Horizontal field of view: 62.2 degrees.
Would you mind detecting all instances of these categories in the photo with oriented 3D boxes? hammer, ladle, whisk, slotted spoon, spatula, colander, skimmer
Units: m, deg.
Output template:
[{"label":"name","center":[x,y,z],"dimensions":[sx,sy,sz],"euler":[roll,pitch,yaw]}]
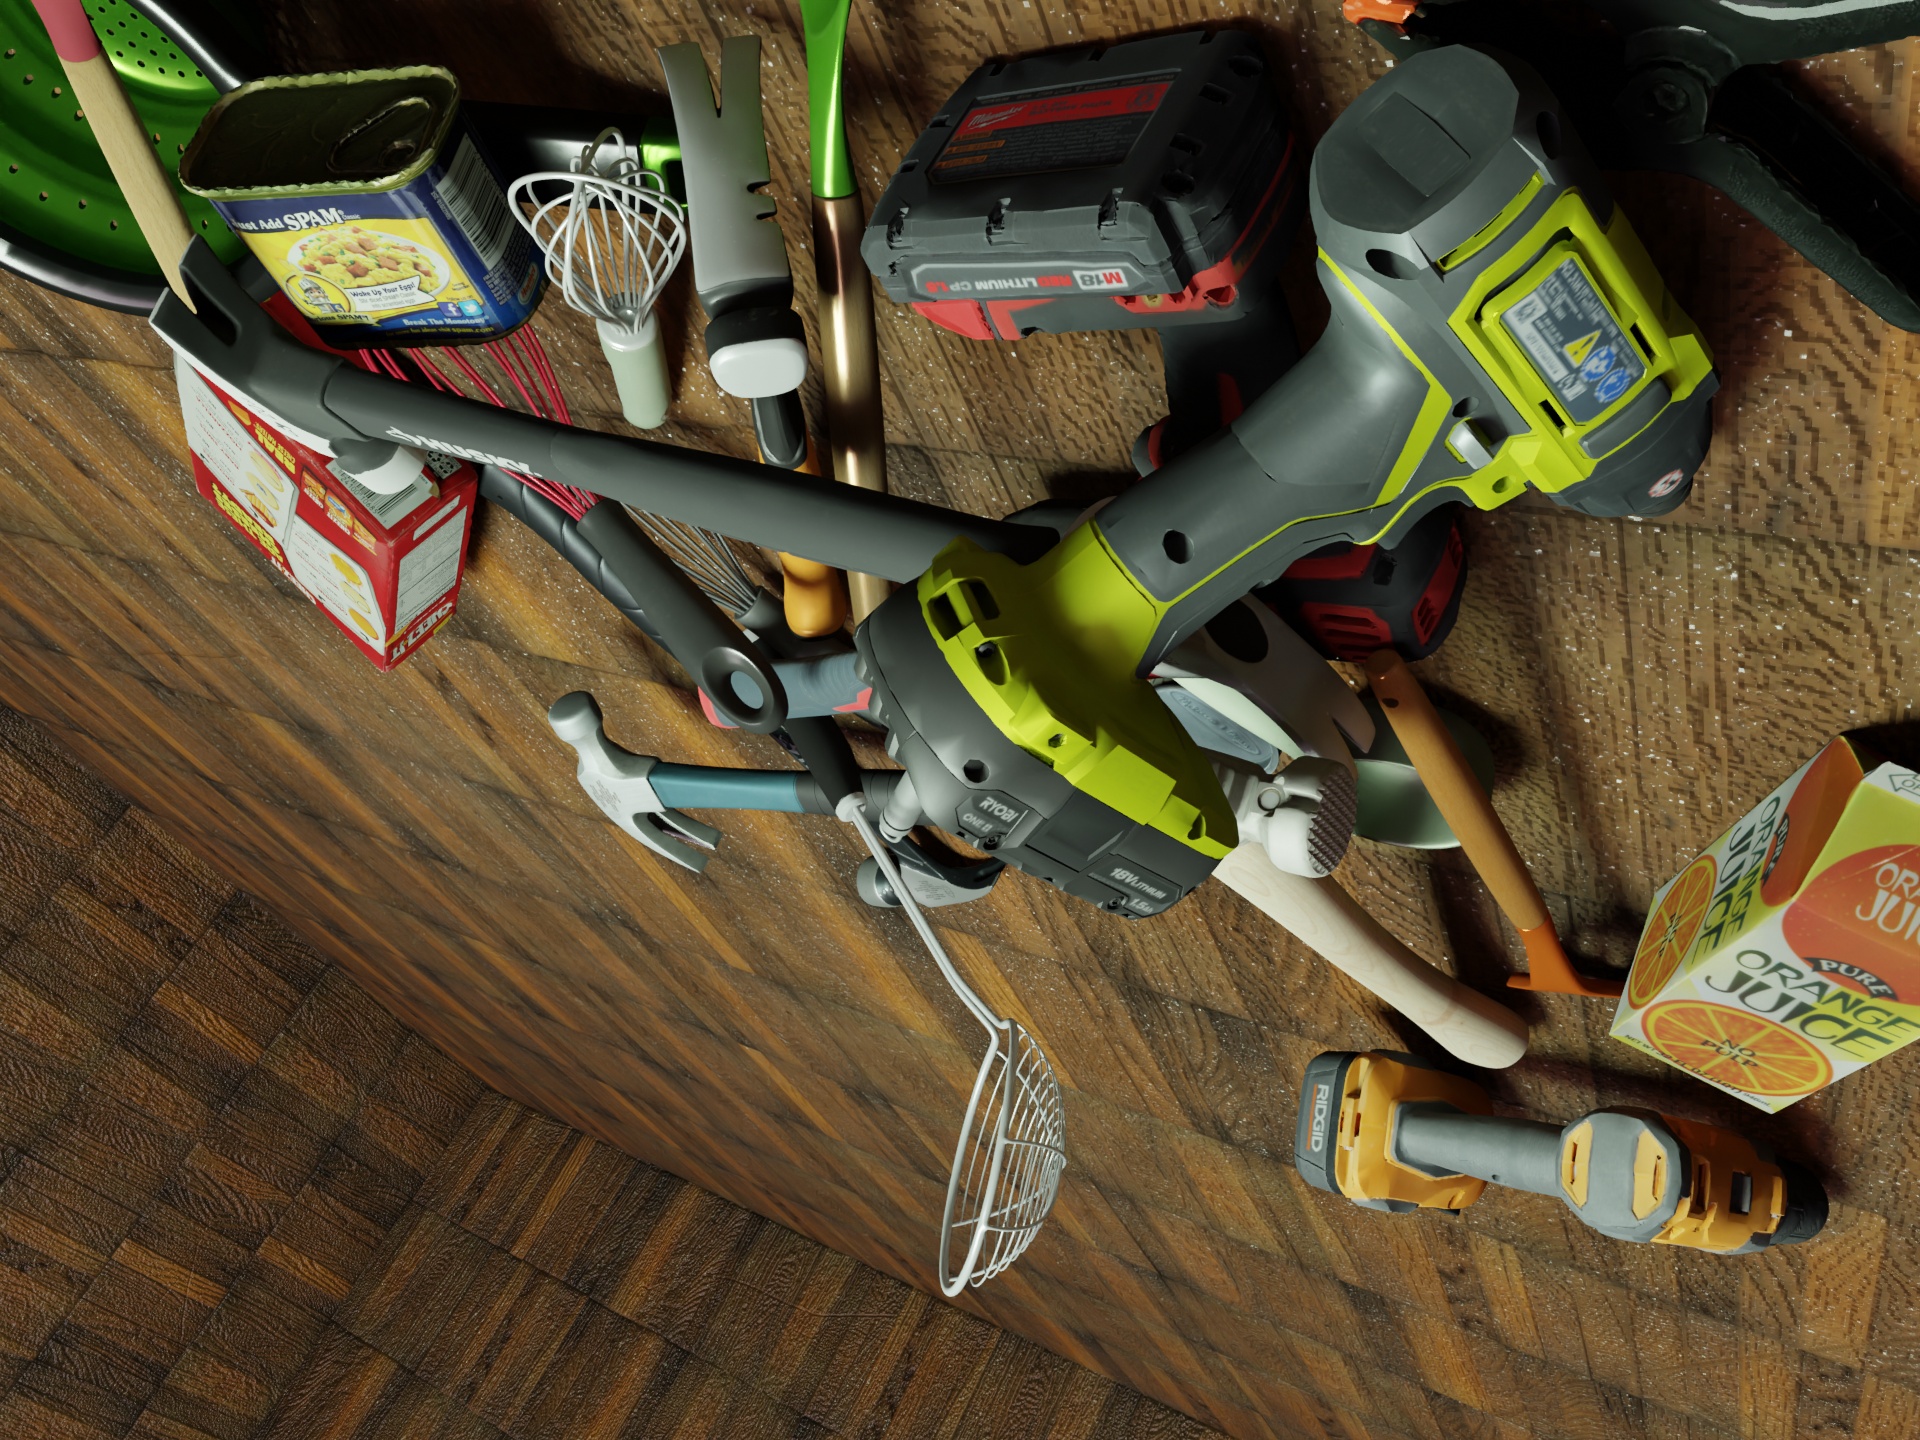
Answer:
[{"label":"hammer","center":[-0.127,-0.015,0.941],"dimensions":[0.149,0.036,0.408],"euler":[-6,136,50]},{"label":"ladle","center":[-0.308,-0.222,0.574],"dimensions":[0.069,0.031,0.315],"euler":[6,152,-2]},{"label":"whisk","center":[-0.132,-0.159,0.624],"dimensions":[0.059,0.058,0.246],"euler":[8,173,-6]},{"label":"hammer","center":[-0.078,0.041,0.913],"dimensions":[0.331,0.033,0.128],"euler":[2,134,26]},{"label":"slotted spoon","center":[-0.039,-0.147,0.515],"dimensions":[0.070,0.031,0.313],"euler":[-125,25,-46]},{"label":"whisk","center":[-0.178,-0.108,0.724],"dimensions":[0.296,0.073,0.073],"euler":[49,154,4]},{"label":"spatula","center":[0.224,0.059,0.642],"dimensions":[0.081,0.041,0.322],"euler":[0,148,37]},{"label":"hammer","center":[0.159,0.090,0.692],"dimensions":[0.146,0.038,0.410],"euler":[11,164,37]},{"label":"hammer","center":[-0.074,-0.117,0.651],"dimensions":[0.034,0.127,0.336],"euler":[-9,162,-4]},{"label":"hammer","center":[-0.122,-0.090,0.546],"dimensions":[0.335,0.035,0.146],"euler":[17,168,21]},{"label":"whisk","center":[-0.107,-0.063,0.827],"dimensions":[0.238,0.055,0.055],"euler":[39,154,-27]},{"label":"colander","center":[-0.267,-0.255,0.623],"dimensions":[0.397,0.095,0.204],"euler":[7,150,7]},{"label":"hammer","center":[-0.004,-0.013,0.687],"dimensions":[0.143,0.038,0.386],"euler":[36,159,-26]},{"label":"skimmer","center":[-0.052,0.102,0.801],"dimensions":[0.364,0.090,0.127],"euler":[58,153,24]}]

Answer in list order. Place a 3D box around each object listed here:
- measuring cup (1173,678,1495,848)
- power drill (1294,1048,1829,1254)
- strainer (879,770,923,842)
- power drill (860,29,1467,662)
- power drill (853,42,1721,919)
[{"label":"measuring cup","center":[0.146,-0.002,0.646],"dimensions":[0.167,0.038,0.083],"euler":[31,153,-18]},{"label":"power drill","center":[0.315,0.230,0.833],"dimensions":[0.185,0.084,0.226],"euler":[18,166,-35]},{"label":"strainer","center":[-0.001,-0.002,0.780],"dimensions":[0.087,0.050,0.258],"euler":[36,143,3]},{"label":"power drill","center":[0.057,-0.105,0.542],"dimensions":[0.188,0.080,0.226],"euler":[9,150,38]},{"label":"power drill","center":[0.095,-0.047,0.440],"dimensions":[0.223,0.080,0.171],"euler":[-41,137,19]}]
